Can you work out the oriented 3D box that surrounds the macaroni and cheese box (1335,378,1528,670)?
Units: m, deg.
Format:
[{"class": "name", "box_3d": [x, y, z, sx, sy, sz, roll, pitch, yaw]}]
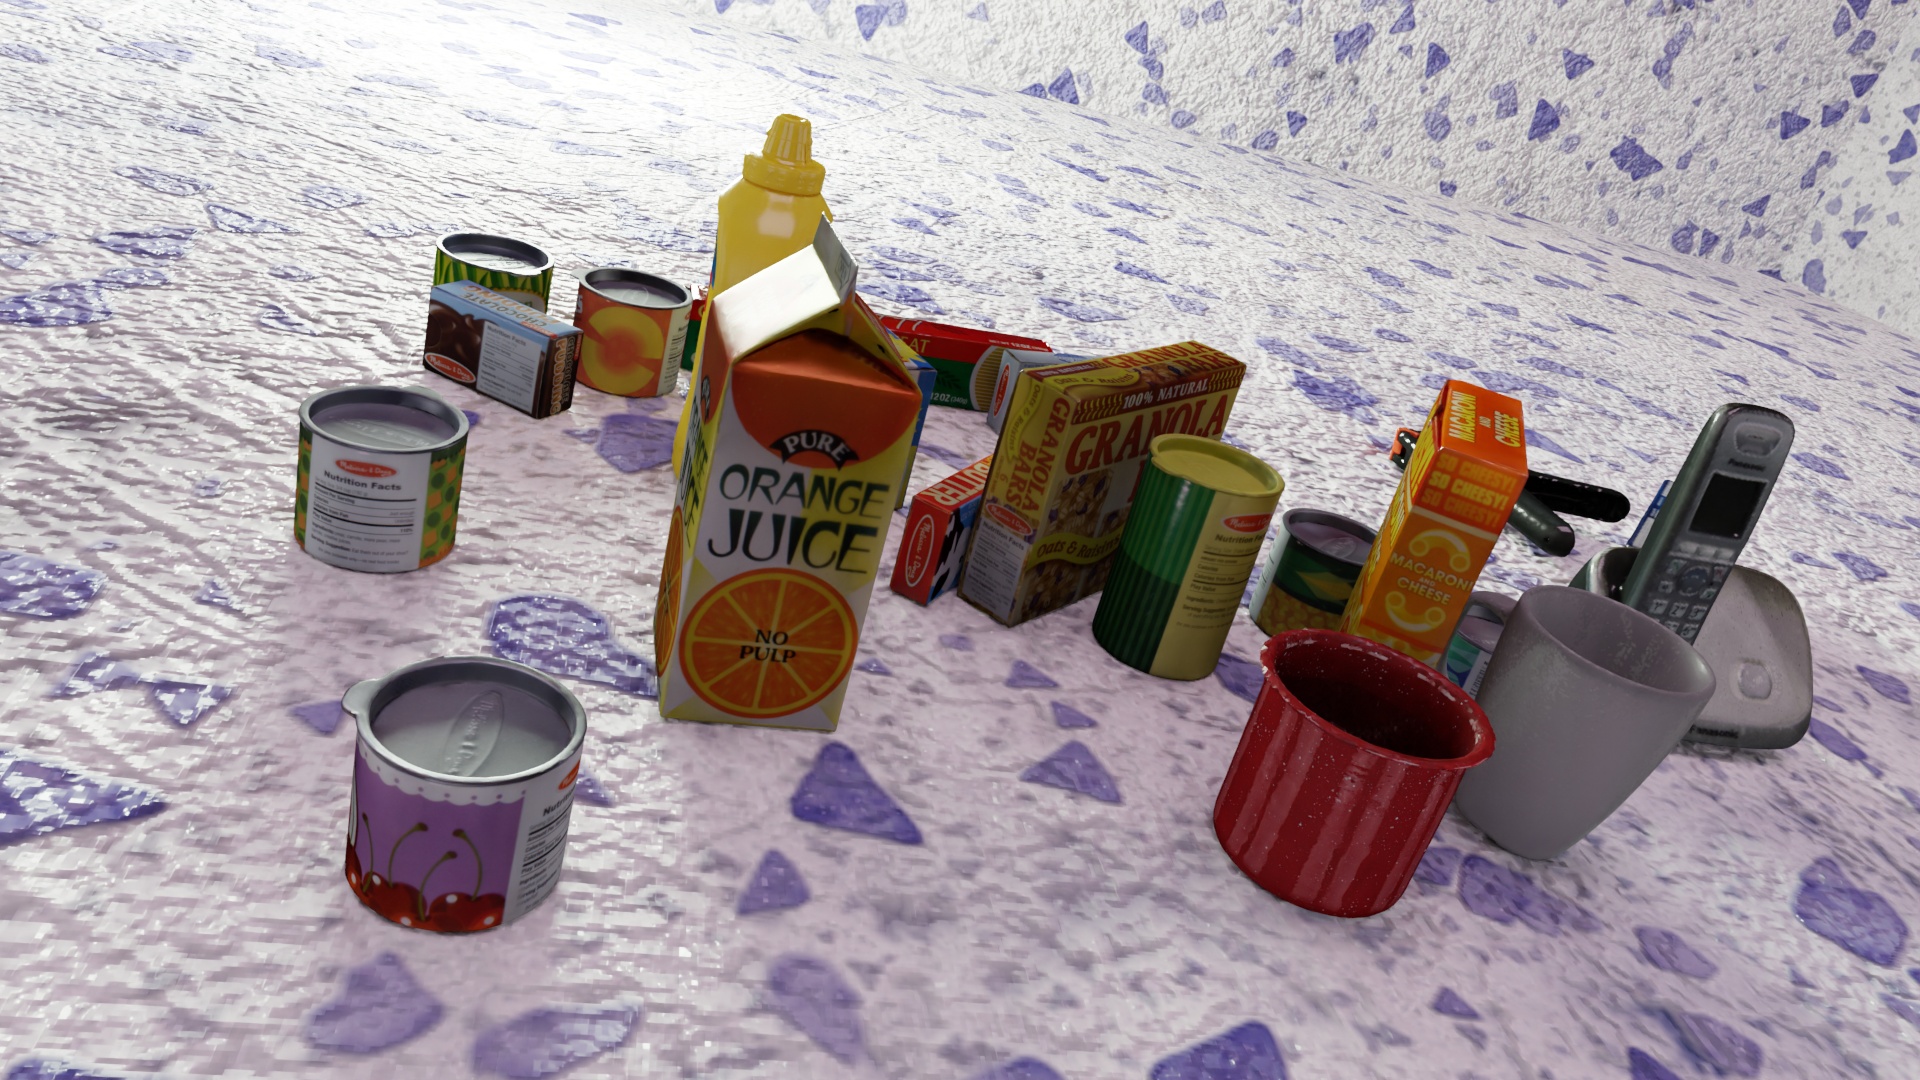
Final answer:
[{"class": "macaroni and cheese box", "box_3d": [0.204, 0.020, 0.634, 0.040, 0.165, 0.124, 22, 25, 12]}]

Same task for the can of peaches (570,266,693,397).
[{"class": "can of peaches", "box_3d": [-0.198, -0.124, 0.822, 0.071, 0.057, 0.071, 13, 25, -6]}]

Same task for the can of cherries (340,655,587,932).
[{"class": "can of cherries", "box_3d": [-0.156, 0.077, 0.431, 0.071, 0.058, 0.072, 13, 25, -6]}]

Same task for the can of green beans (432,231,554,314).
[{"class": "can of green beans", "box_3d": [-0.276, -0.143, 0.816, 0.071, 0.057, 0.071, 13, 25, -6]}]

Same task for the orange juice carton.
[{"class": "orange juice carton", "box_3d": [-0.067, -0.026, 0.537, 0.073, 0.191, 0.072, 7, 26, -19]}]

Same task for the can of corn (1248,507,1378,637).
[{"class": "can of corn", "box_3d": [0.198, 0.024, 0.749, 0.071, 0.058, 0.071, 13, 25, -6]}]

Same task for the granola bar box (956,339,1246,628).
[{"class": "granola bar box", "box_3d": [0.075, -0.034, 0.720, 0.039, 0.123, 0.166, 31, 29, 29]}]

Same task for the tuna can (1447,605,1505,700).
[{"class": "tuna can", "box_3d": [0.286, 0.061, 0.754, 0.071, 0.032, 0.071, 13, 25, -6]}]

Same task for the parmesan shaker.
[{"class": "parmesan shaker", "box_3d": [0.106, 0.008, 0.676, 0.071, 0.102, 0.071, 13, 25, -6]}]

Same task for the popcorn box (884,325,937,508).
[{"class": "popcorn box", "box_3d": [-0.066, -0.083, 0.784, 0.038, 0.084, 0.127, -1, 30, -32]}]

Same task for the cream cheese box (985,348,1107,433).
[{"class": "cream cheese box", "box_3d": [0.070, -0.097, 0.930, 0.104, 0.053, 0.024, -1, 29, -32]}]

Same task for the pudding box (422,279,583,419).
[{"class": "pudding box", "box_3d": [-0.252, -0.106, 0.762, 0.084, 0.049, 0.030, 23, 26, 16]}]

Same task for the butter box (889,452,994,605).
[{"class": "butter box", "box_3d": [0.003, -0.009, 0.708, 0.024, 0.053, 0.104, 25, 26, 19]}]

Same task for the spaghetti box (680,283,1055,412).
[{"class": "spaghetti box", "box_3d": [-0.060, -0.122, 0.910, 0.250, 0.050, 0.029, 6, 26, -21]}]

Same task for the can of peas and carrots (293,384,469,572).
[{"class": "can of peas and carrots", "box_3d": [-0.247, -0.028, 0.594, 0.071, 0.058, 0.071, 13, 25, -6]}]
